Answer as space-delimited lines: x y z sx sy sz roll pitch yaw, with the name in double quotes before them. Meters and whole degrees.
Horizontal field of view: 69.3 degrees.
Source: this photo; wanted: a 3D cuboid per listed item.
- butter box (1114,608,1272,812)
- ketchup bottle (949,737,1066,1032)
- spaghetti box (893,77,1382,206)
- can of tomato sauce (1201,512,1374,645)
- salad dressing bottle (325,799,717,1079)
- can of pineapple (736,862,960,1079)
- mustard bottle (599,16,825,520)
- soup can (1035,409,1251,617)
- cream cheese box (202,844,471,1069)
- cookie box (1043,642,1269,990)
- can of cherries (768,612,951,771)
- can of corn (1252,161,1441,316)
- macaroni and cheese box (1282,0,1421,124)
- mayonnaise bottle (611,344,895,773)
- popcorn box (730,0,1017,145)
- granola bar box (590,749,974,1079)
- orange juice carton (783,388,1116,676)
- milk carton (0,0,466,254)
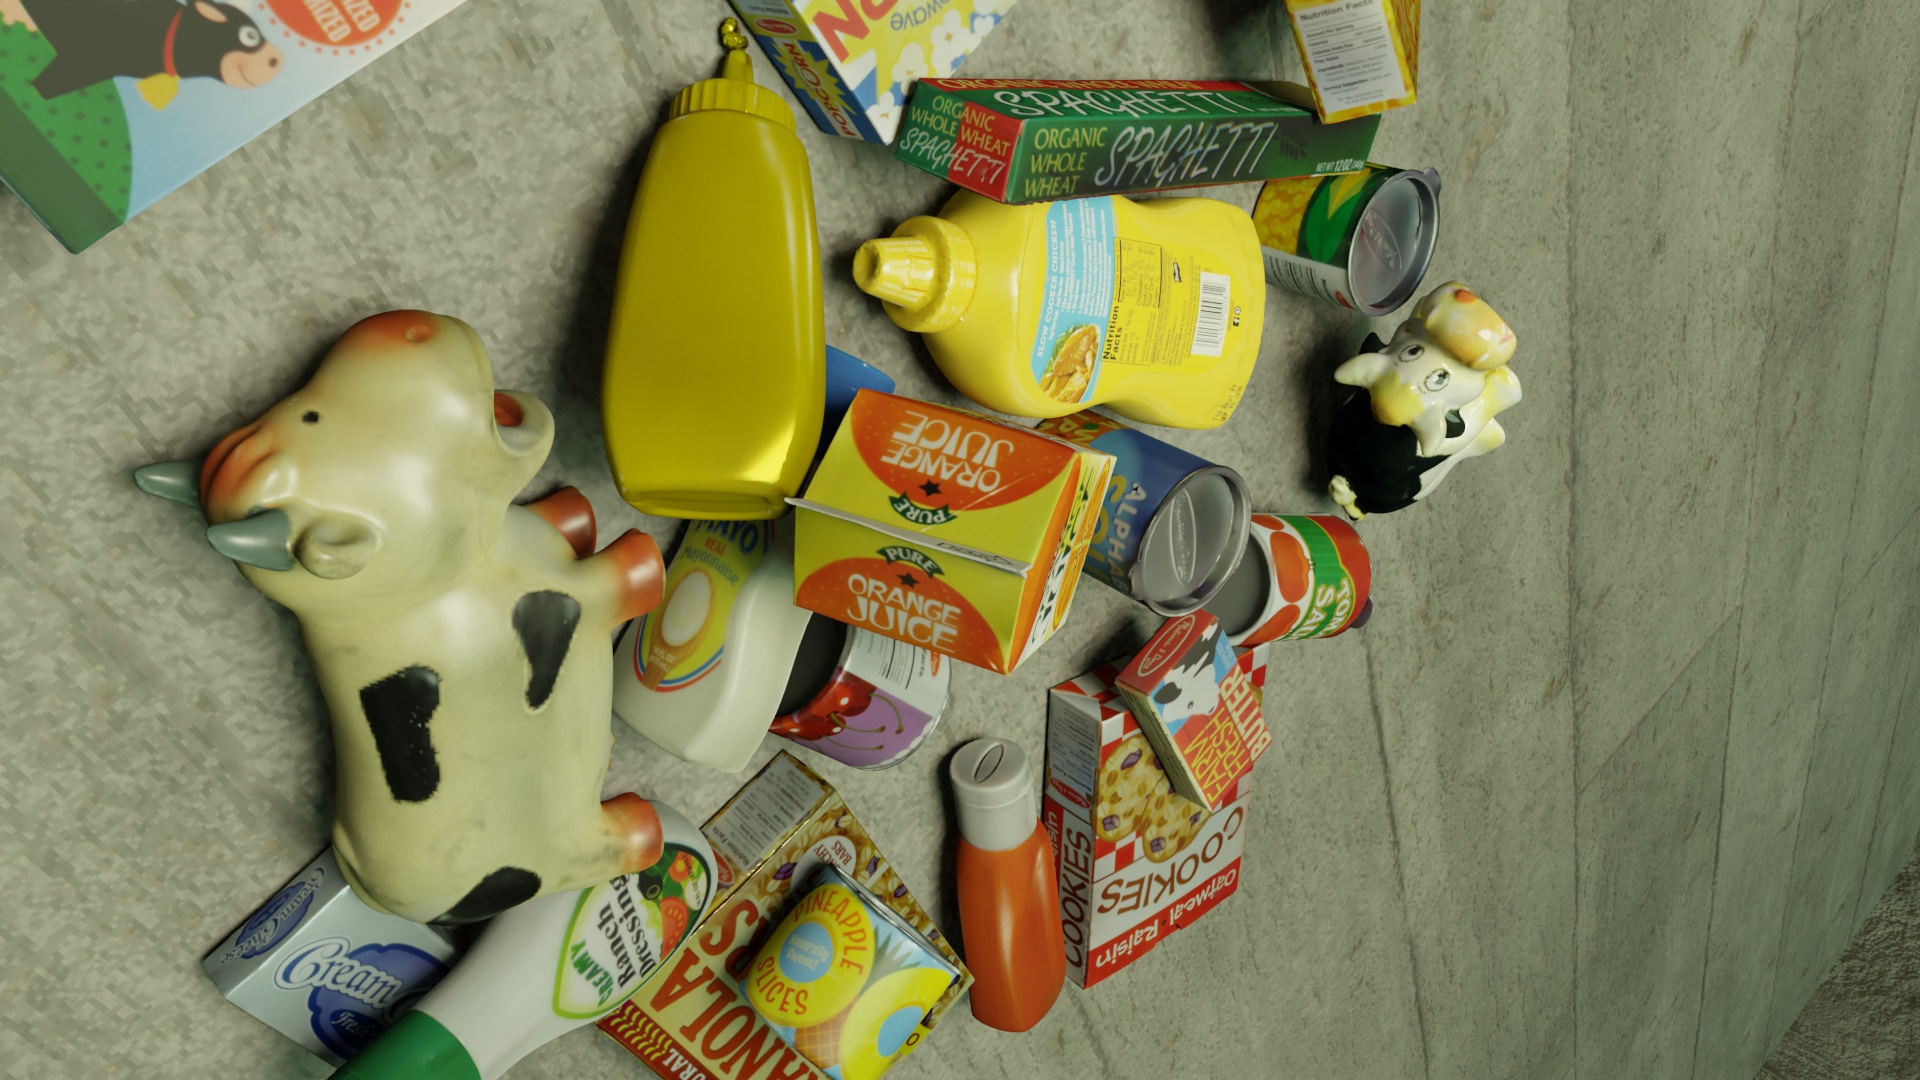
"butter box" 0.113 0.081 0.665 0.053 0.024 0.103 -46 132 -16
"ketchup bottle" 0.022 0.162 0.660 0.065 0.043 0.148 -53 143 -50
"spaghetti box" 0.080 -0.153 0.523 0.251 0.050 0.028 -19 131 -46
"can of tomato sauce" 0.157 0.020 0.698 0.083 0.071 0.071 0 111 -42
"salad dressing bottle" -0.146 0.148 0.471 0.148 0.044 0.064 -41 129 -46
"can of pineapple" -0.044 0.166 0.532 0.058 0.071 0.070 -50 135 -11
"mustard bottle" -0.071 -0.087 0.423 0.065 0.048 0.160 3 75 -3
"soup can" 0.068 -0.013 0.589 0.071 0.084 0.071 -20 123 -34
"cream cheese box" -0.197 0.152 0.473 0.053 0.024 0.103 -45 134 -18
"cookie box" 0.100 0.136 0.726 0.123 0.040 0.166 -19 122 -36
"can of cherries" -0.049 0.050 0.528 0.058 0.071 0.071 33 87 -46
"can of corn" 0.178 -0.145 0.641 0.071 0.058 0.070 -20 123 -34
"macaroni and cheese box" 0.134 -0.261 0.515 0.166 0.040 0.124 53 40 -43
"mayonnaise bottle" -0.071 0.003 0.488 0.041 0.065 0.148 28 87 -51
"popcorn box" -0.016 -0.204 0.447 0.127 0.038 0.085 -51 137 -10
"granola bar box" -0.074 0.186 0.592 0.124 0.039 0.164 -43 133 -17
"orange juice carton" 0.002 -0.006 0.469 0.193 0.072 0.073 -14 122 -79
"milk carton" -0.153 -0.156 0.321 0.191 0.072 0.073 -43 133 -18
